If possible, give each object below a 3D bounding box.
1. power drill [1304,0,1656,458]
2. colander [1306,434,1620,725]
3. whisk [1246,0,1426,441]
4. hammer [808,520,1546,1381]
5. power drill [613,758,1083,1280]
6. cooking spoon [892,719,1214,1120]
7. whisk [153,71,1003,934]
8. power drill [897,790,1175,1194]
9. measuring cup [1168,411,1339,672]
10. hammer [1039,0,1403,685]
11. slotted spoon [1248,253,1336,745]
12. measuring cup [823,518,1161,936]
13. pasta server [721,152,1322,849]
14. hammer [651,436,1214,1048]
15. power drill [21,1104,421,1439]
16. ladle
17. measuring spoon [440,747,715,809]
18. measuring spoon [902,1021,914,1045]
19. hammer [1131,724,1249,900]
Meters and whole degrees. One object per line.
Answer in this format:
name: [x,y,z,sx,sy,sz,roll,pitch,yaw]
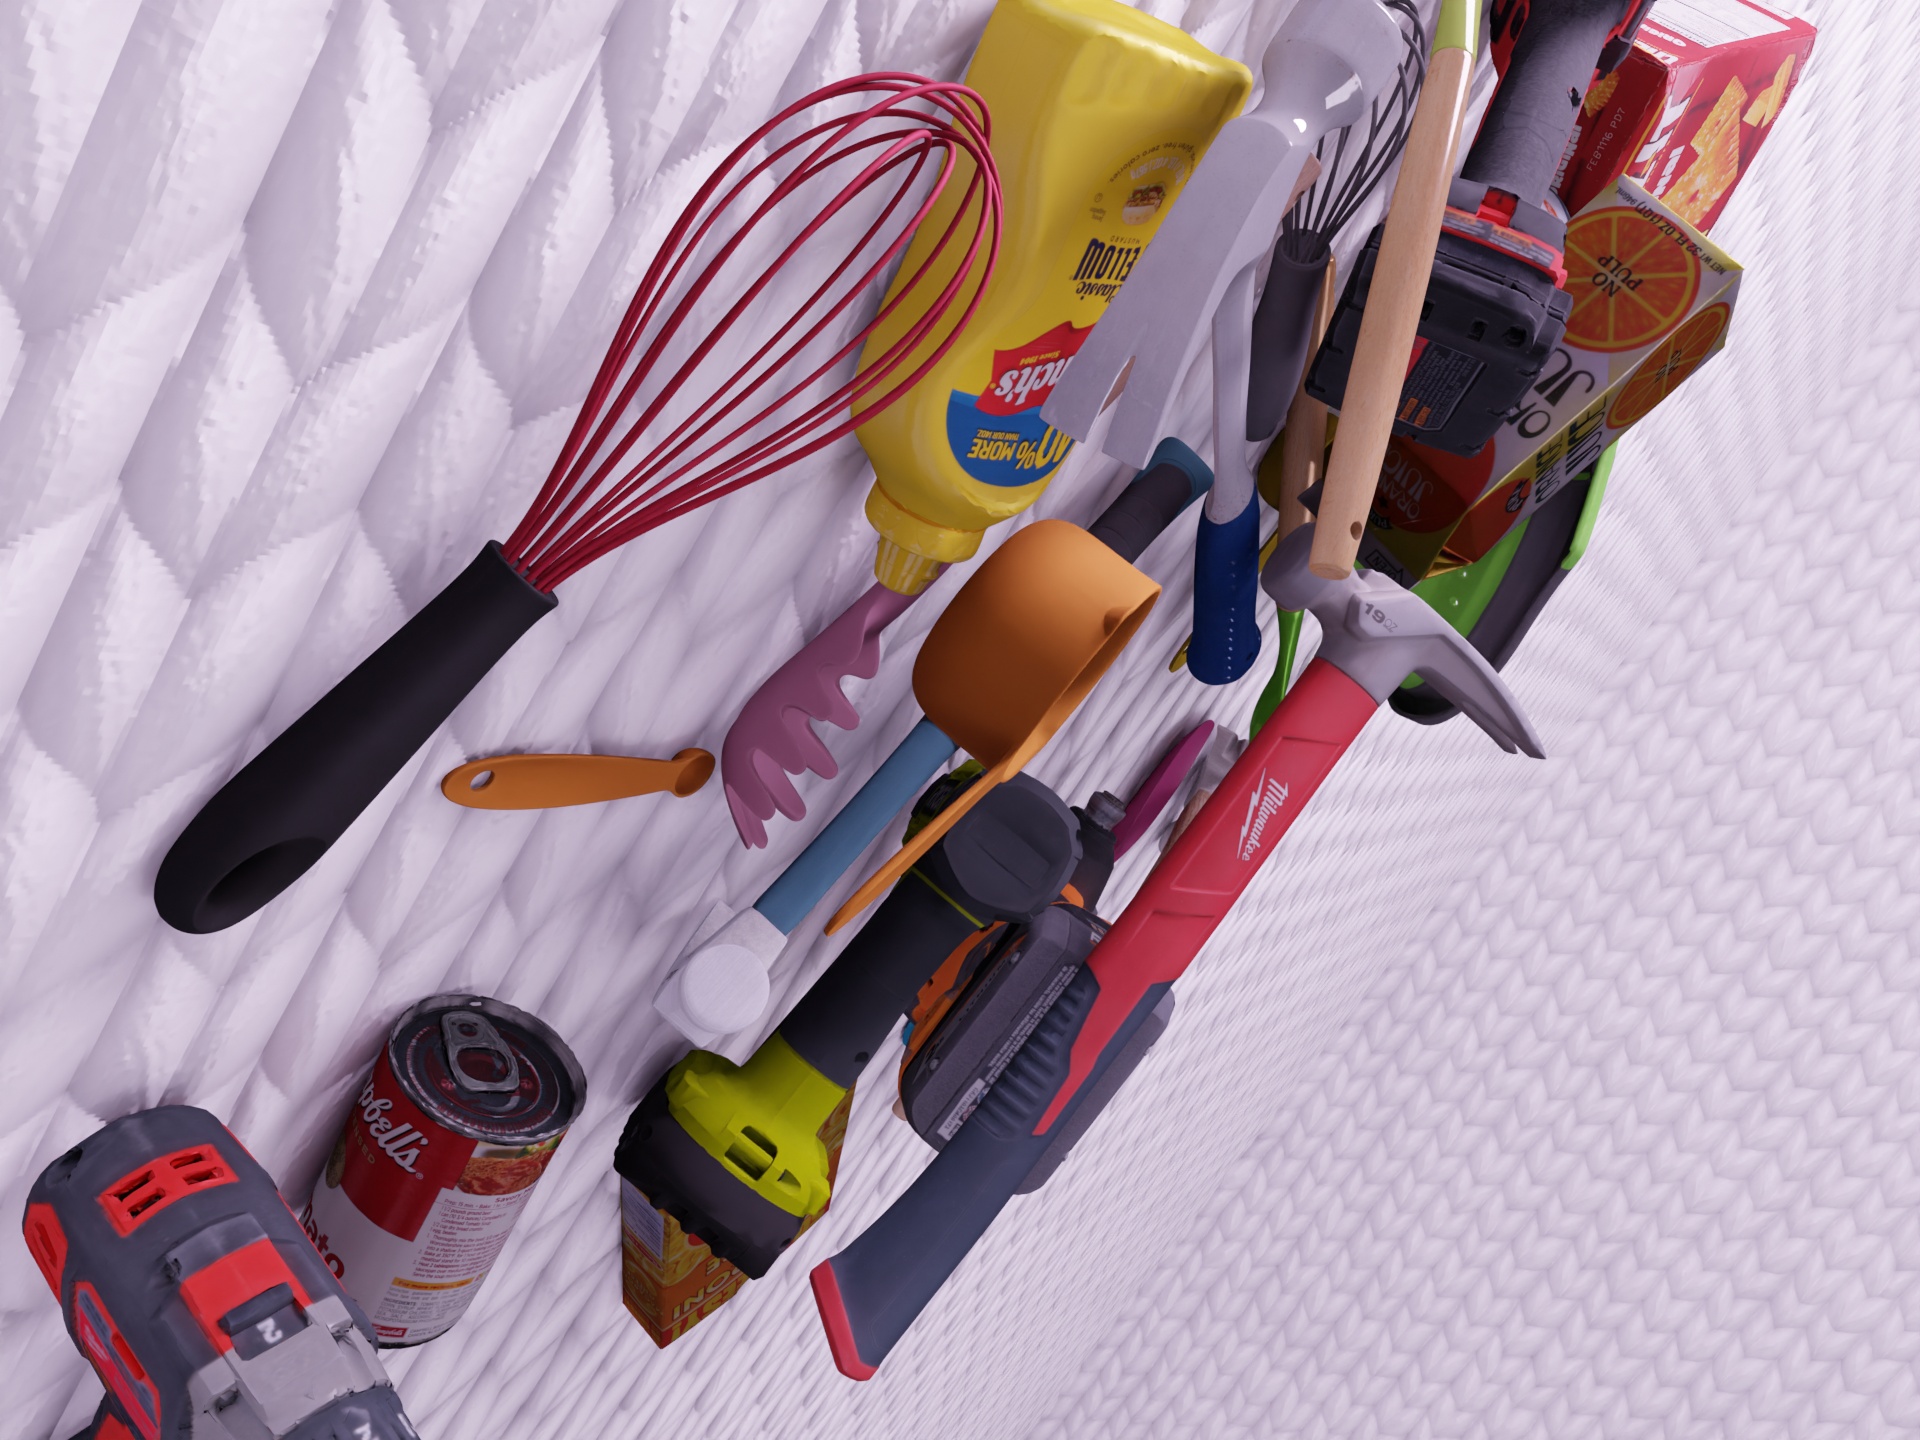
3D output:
power drill: [0.220,-0.227,0.638,0.143,0.078,0.220,81,33,-78]
colander: [0.236,-0.087,0.921,0.397,0.094,0.204,116,-5,-74]
whisk: [0.139,-0.192,0.643,0.055,0.055,0.238,-42,160,-20]
hammer: [0.081,0.111,0.652,0.386,0.143,0.038,-52,-167,-5]
power drill: [-0.043,0.114,0.687,0.223,0.080,0.171,-50,-176,-5]
cooking spoon: [0.058,0.125,0.999,0.319,0.017,0.068,-52,163,3]
whisk: [-0.097,-0.051,0.407,0.296,0.073,0.073,-44,157,1]
power drill: [0.037,0.118,0.785,0.164,0.084,0.226,-53,-173,5]
measuring cup: [0.148,-0.094,0.827,0.156,0.029,0.062,-54,157,14]
hammer: [0.100,-0.087,0.616,0.144,0.035,0.405,-56,164,-9]
slotted spoon: [0.165,-0.081,0.789,0.070,0.031,0.313,-76,166,-50]
measuring cup: [-0.003,-0.002,0.534,0.174,0.052,0.095,-44,171,-29]
pasta server: [0.021,-0.081,0.570,0.316,0.040,0.060,-46,173,1]
hammer: [-0.001,-0.002,0.637,0.331,0.033,0.128,-48,-176,-21]
power drill: [-0.214,0.244,0.473,0.080,0.188,0.226,-22,148,-47]
ladle: [0.164,-0.194,0.514,0.078,0.062,0.320,26,74,-36]
measuring spoon: [-0.123,0.017,0.520,0.117,0.011,0.021,0,125,-57]
measuring spoon: [0.001,0.150,0.926,0.042,0.021,0.128,-21,143,-49]
hammer: [0.116,0.105,0.941,0.331,0.031,0.130,-49,165,-56]
